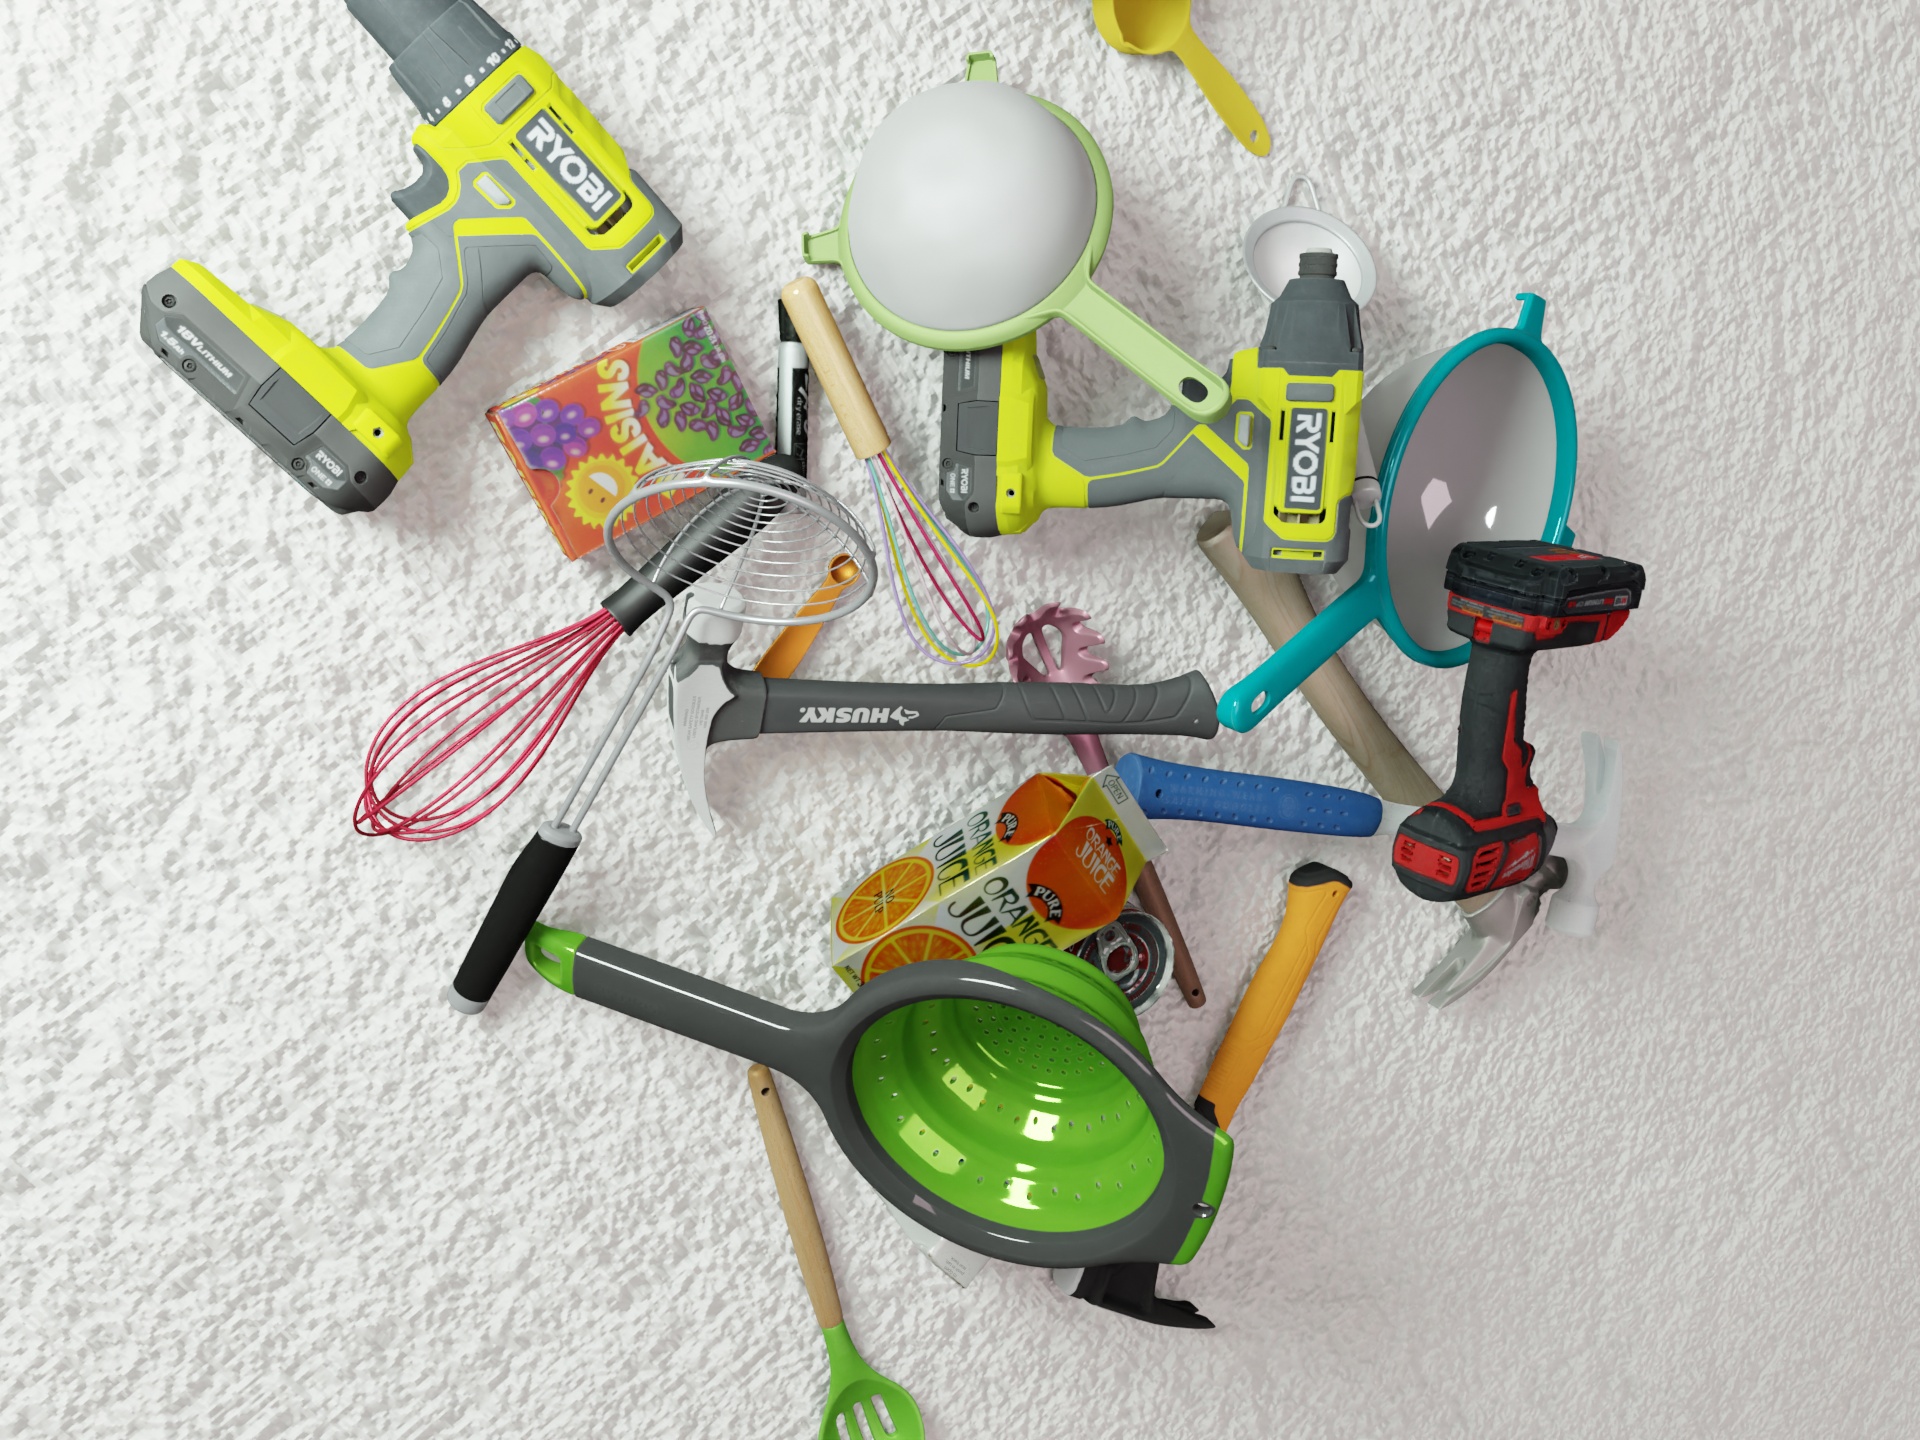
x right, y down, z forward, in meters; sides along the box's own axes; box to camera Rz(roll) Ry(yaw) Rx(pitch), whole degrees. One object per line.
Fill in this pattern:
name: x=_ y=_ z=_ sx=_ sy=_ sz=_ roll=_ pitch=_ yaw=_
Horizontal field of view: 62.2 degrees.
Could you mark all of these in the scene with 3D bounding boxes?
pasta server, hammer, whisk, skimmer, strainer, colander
pasta server: x=0.101 y=0.062 z=1.009 sx=0.060 sy=0.040 sz=0.316 roll=-27 pitch=113 yaw=-5
hammer: x=0.282 y=0.059 z=1.050 sx=0.405 sy=0.035 sz=0.144 roll=8 pitch=98 yaw=-25
whisk: x=-0.194 y=-0.040 z=0.825 sx=0.296 sy=0.073 sz=0.073 roll=-42 pitch=115 yaw=-10
skimmer: x=-0.169 y=0.025 z=0.782 sx=0.127 sy=0.090 sz=0.363 roll=22 pitch=112 yaw=-29
hammer: x=-0.001 y=-0.003 z=0.908 sx=0.334 sy=0.035 sz=0.146 roll=0 pitch=124 yaw=-22
strainer: x=0.216 y=-0.216 z=0.942 sx=0.087 sy=0.050 sz=0.259 roll=2 pitch=59 yaw=-11
hammer: x=0.188 y=0.256 z=1.093 sx=0.127 sy=0.034 sz=0.337 roll=26 pitch=90 yaw=-26
whisk: x=-0.036 y=-0.133 z=0.890 sx=0.051 sy=0.047 sz=0.244 roll=-36 pitch=117 yaw=-21
strainer: x=0.036 y=-0.239 z=0.804 sx=0.151 sy=0.256 sz=0.069 roll=-47 pitch=160 yaw=1
strainer: x=0.249 y=-0.108 z=0.987 sx=0.340 sy=0.095 sz=0.210 roll=-39 pitch=127 yaw=-23
colander: x=-0.043 y=0.163 z=0.866 sx=0.397 sy=0.094 sz=0.204 roll=18 pitch=127 yaw=11
hammer: x=0.275 y=0.024 z=1.082 sx=0.146 sy=0.038 sz=0.410 roll=-45 pitch=115 yaw=-8

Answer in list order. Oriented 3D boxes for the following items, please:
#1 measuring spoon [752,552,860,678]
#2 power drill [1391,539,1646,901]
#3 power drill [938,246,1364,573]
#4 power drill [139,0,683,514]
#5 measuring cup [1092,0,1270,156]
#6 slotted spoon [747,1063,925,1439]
measuring spoon: x=-0.096 y=-0.047 z=0.910 sx=0.021 sy=0.011 sz=0.117 roll=36 pitch=89 yaw=-28
power drill: x=0.348 y=0.002 z=0.996 sx=0.143 sy=0.079 sz=0.219 roll=-6 pitch=111 yaw=-40
power drill: x=0.106 y=-0.173 z=0.874 sx=0.223 sy=0.080 sz=0.171 roll=4 pitch=100 yaw=9
power drill: x=-0.270 y=-0.230 z=0.751 sx=0.228 sy=0.080 sz=0.190 roll=-49 pitch=116 yaw=-11
measuring cup: x=0.132 y=-0.387 z=0.936 sx=0.156 sy=0.029 sz=0.062 roll=35 pitch=86 yaw=-39
slotted spoon: x=-0.085 y=0.353 z=0.994 sx=0.070 sy=0.031 sz=0.313 roll=-20 pitch=107 yaw=-20
